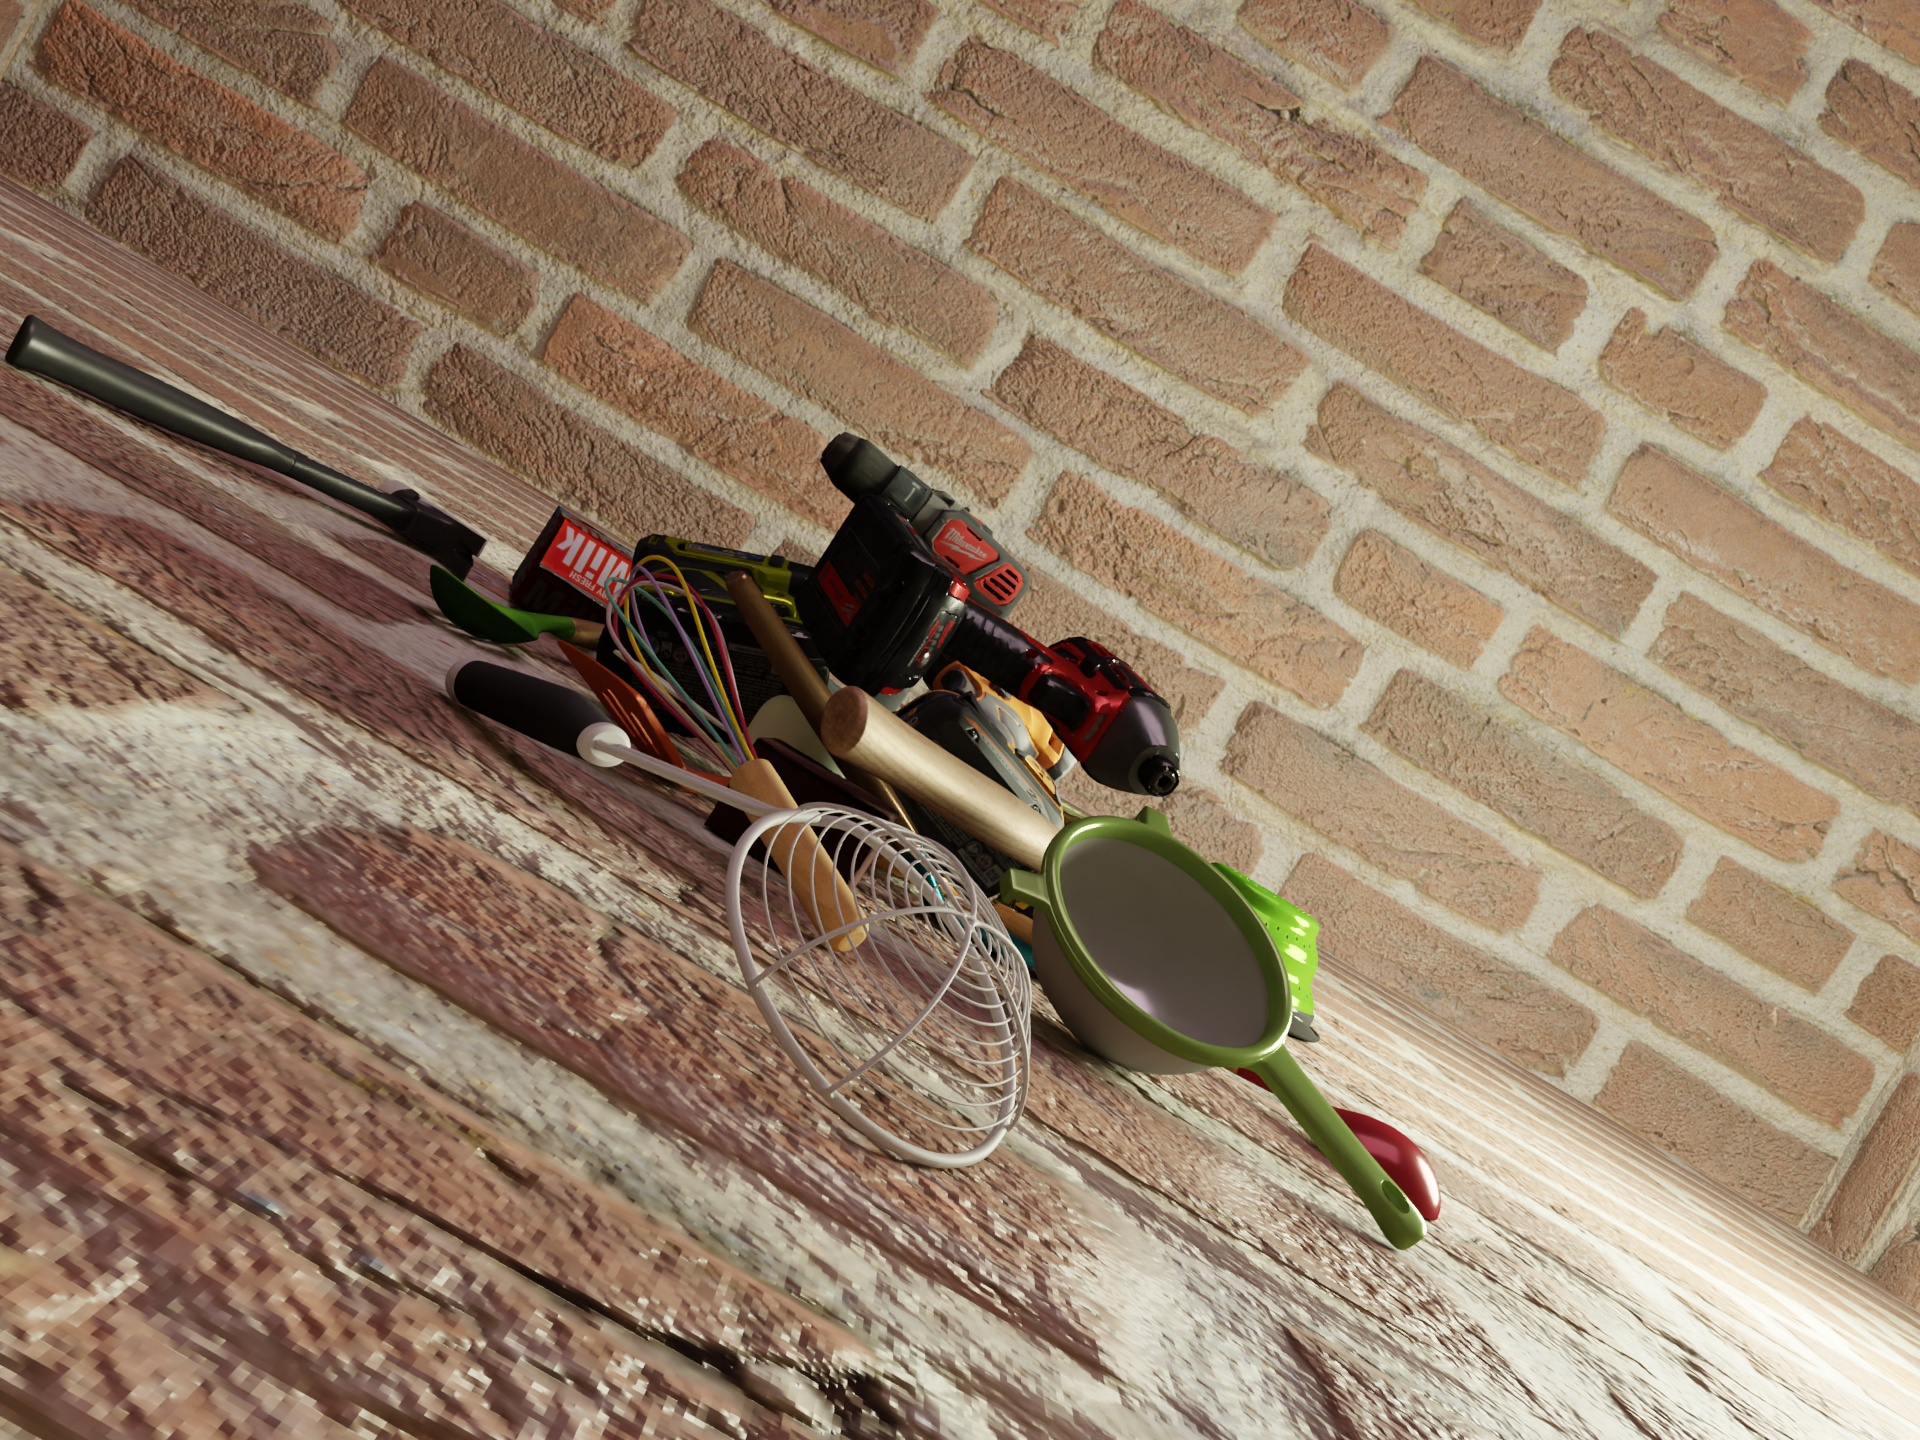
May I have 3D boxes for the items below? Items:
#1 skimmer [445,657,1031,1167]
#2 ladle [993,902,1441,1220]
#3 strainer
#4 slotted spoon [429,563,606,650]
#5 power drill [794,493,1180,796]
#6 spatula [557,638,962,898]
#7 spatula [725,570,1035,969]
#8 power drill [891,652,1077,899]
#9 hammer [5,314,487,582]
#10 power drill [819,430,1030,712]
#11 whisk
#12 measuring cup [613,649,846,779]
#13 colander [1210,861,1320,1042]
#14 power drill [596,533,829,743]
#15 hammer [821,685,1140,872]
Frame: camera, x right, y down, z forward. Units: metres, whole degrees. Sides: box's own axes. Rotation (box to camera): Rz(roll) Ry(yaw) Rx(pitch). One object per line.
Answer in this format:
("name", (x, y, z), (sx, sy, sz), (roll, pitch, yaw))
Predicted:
("skimmer", (-0.114, 0.050, 0.600), (0.363, 0.090, 0.127), (19, -4, 44))
("ladle", (0.144, 0.190, 0.938), (0.316, 0.031, 0.069), (30, 4, 26))
("strainer", (0.122, 0.164, 0.790), (0.256, 0.069, 0.151), (50, 34, 16))
("slotted spoon", (-0.243, -0.055, 1.043), (0.070, 0.031, 0.313), (32, 6, 19))
("power drill", (0.027, -0.029, 0.880), (0.219, 0.078, 0.143), (27, 15, -29))
("spatula", (-0.094, 0.042, 0.889), (0.081, 0.041, 0.322), (28, -1, 45))
("spatula", (-0.032, 0.041, 0.849), (0.082, 0.044, 0.317), (30, -24, 56))
("power drill", (-0.002, -0.003, 1.029), (0.185, 0.084, 0.226), (51, 18, -11))
("hammer", (-0.461, -0.178, 1.054), (0.146, 0.035, 0.334), (31, 2, 34))
("power drill", (-0.077, -0.085, 1.195), (0.187, 0.227, 0.080), (41, -10, -15))
("whisk", (-0.106, 0.007, 0.733), (0.245, 0.047, 0.051), (54, 6, 33))
("measuring cup", (-0.119, -0.008, 0.889), (0.167, 0.038, 0.083), (32, -5, 10))
("colander", (0.210, 0.170, 1.326), (0.205, 0.094, 0.396), (32, 2, 30))
("power drill", (-0.140, -0.060, 1.029), (0.171, 0.080, 0.223), (11, 19, -5))
("hammer", (0.036, 0.065, 0.859), (0.331, 0.031, 0.130), (35, 43, -47))
